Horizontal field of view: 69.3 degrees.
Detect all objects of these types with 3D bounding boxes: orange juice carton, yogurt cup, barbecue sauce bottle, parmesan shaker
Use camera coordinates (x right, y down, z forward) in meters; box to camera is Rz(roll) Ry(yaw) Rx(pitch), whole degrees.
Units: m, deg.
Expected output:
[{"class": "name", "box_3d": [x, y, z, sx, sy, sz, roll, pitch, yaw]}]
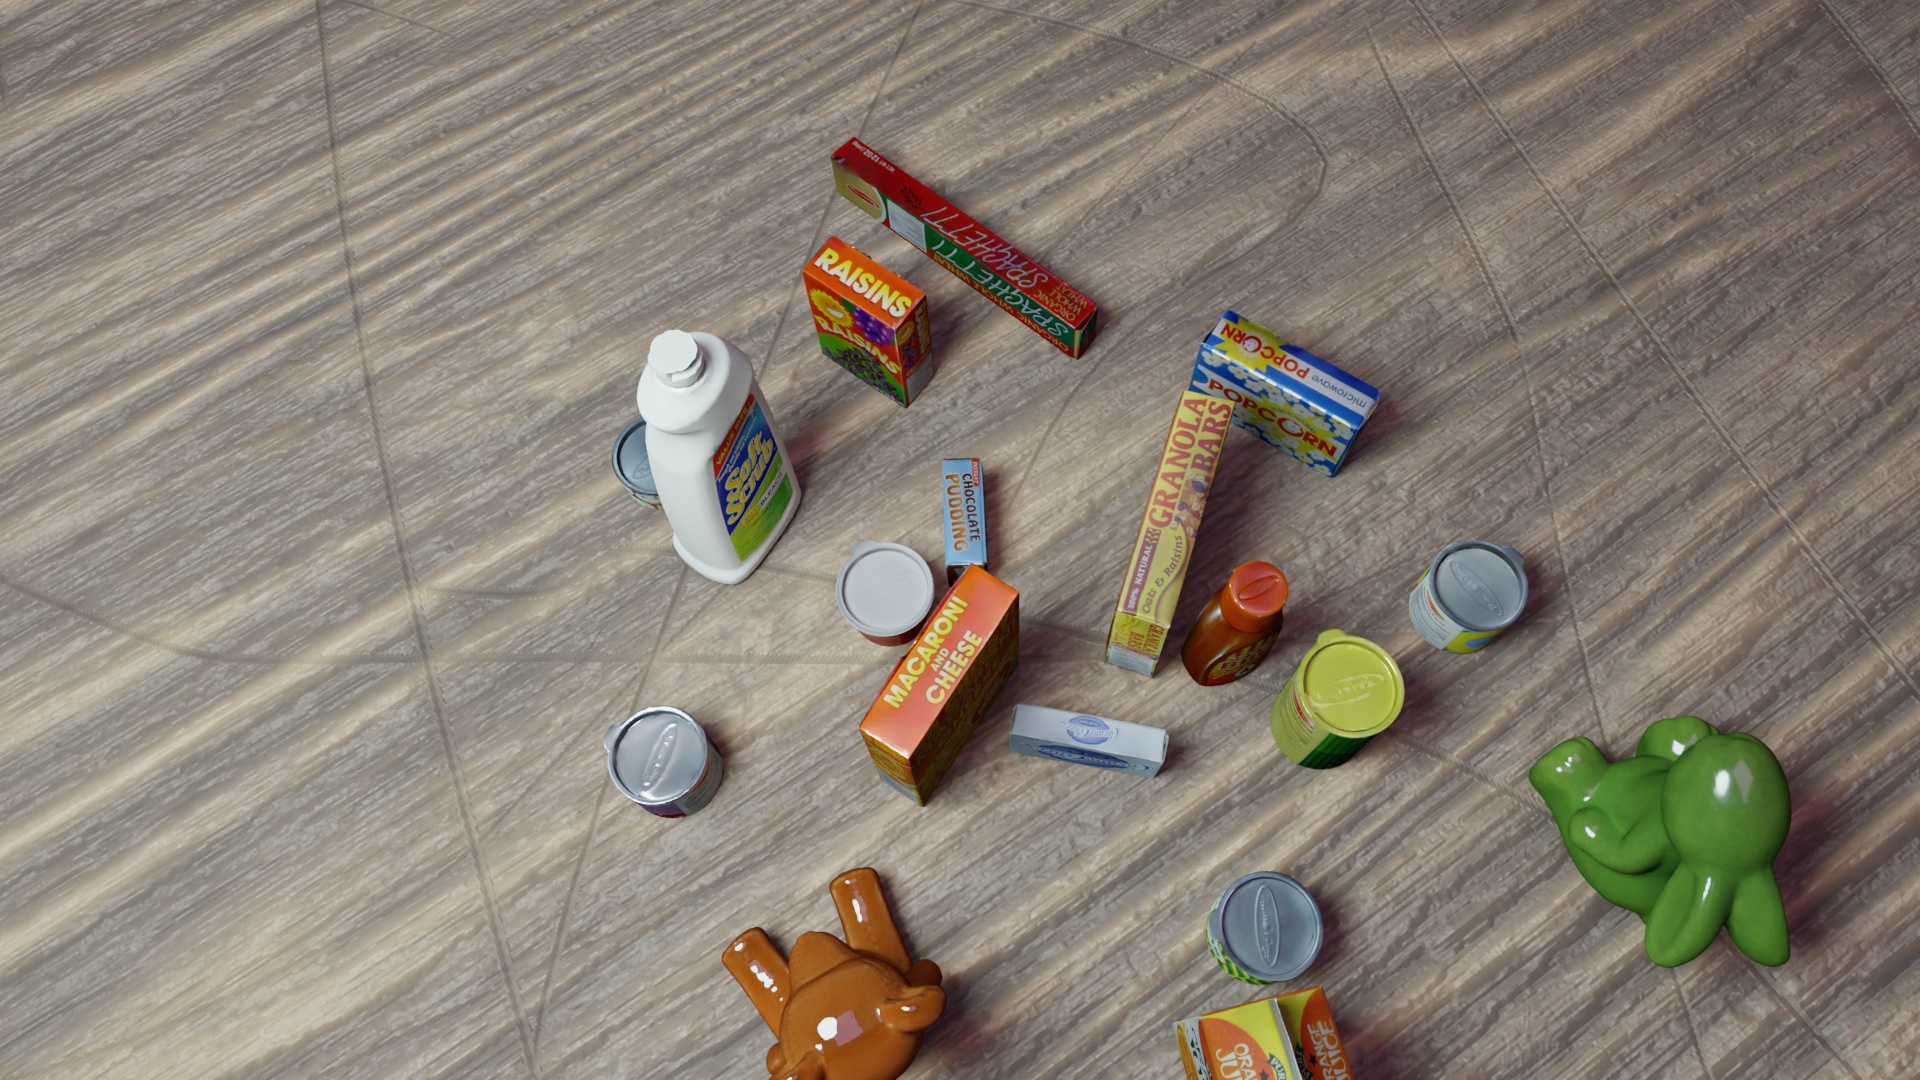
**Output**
[{"class": "orange juice carton", "box_3d": [0.175, 0.301, 0.795, 0.073, 0.192, 0.072, -14, 70, -3]}, {"class": "yogurt cup", "box_3d": [-0.051, 0.042, 0.977, 0.072, 0.053, 0.072, -1, 69, 2]}, {"class": "barbecue sauce bottle", "box_3d": [0.184, 0.054, 0.914, 0.065, 0.148, 0.044, -25, 71, -7]}, {"class": "parmesan shaker", "box_3d": [0.245, 0.106, 0.916, 0.071, 0.102, 0.071, -1, 69, 2]}]

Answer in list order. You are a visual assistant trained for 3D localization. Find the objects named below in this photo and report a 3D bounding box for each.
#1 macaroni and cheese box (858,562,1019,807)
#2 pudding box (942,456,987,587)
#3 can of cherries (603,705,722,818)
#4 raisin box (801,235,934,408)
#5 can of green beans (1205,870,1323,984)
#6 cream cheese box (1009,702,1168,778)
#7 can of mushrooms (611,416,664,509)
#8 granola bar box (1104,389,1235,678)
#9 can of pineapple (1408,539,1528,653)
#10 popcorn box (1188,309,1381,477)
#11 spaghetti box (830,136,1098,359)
[{"class": "macaroni and cheese box", "box_3d": [-0.010, 0.097, 0.894, 0.040, 0.166, 0.124, 31, 73, 13]}, {"class": "pudding box", "box_3d": [0.004, -0.013, 0.998, 0.030, 0.049, 0.084, -3, 69, 1]}, {"class": "can of cherries", "box_3d": [-0.200, 0.149, 0.938, 0.071, 0.058, 0.072, -1, 69, 2]}, {"class": "raisin box", "box_3d": [-0.065, -0.158, 1.018, 0.086, 0.123, 0.040, 35, 74, 14]}, {"class": "can of green beans", "box_3d": [0.193, 0.248, 0.887, 0.071, 0.057, 0.071, -1, 69, 2]}, {"class": "cream cheese box", "box_3d": [0.085, 0.135, 0.937, 0.104, 0.053, 0.024, 10, 70, 6]}, {"class": "can of mushrooms", "box_3d": [-0.221, -0.057, 1.032, 0.071, 0.033, 0.071, -1, 69, 2]}, {"class": "granola bar box", "box_3d": [0.141, -0.003, 0.950, 0.039, 0.123, 0.166, 17, 71, 8]}, {"class": "can of pineapple", "box_3d": [0.352, 0.039, 0.962, 0.071, 0.057, 0.071, -1, 69, 2]}, {"class": "popcorn box", "box_3d": [0.232, -0.105, 1.008, 0.127, 0.085, 0.038, 32, 74, 13]}, {"class": "spaghetti box", "box_3d": [0.002, -0.228, 1.081, 0.250, 0.050, 0.029, 37, 75, 15]}]
